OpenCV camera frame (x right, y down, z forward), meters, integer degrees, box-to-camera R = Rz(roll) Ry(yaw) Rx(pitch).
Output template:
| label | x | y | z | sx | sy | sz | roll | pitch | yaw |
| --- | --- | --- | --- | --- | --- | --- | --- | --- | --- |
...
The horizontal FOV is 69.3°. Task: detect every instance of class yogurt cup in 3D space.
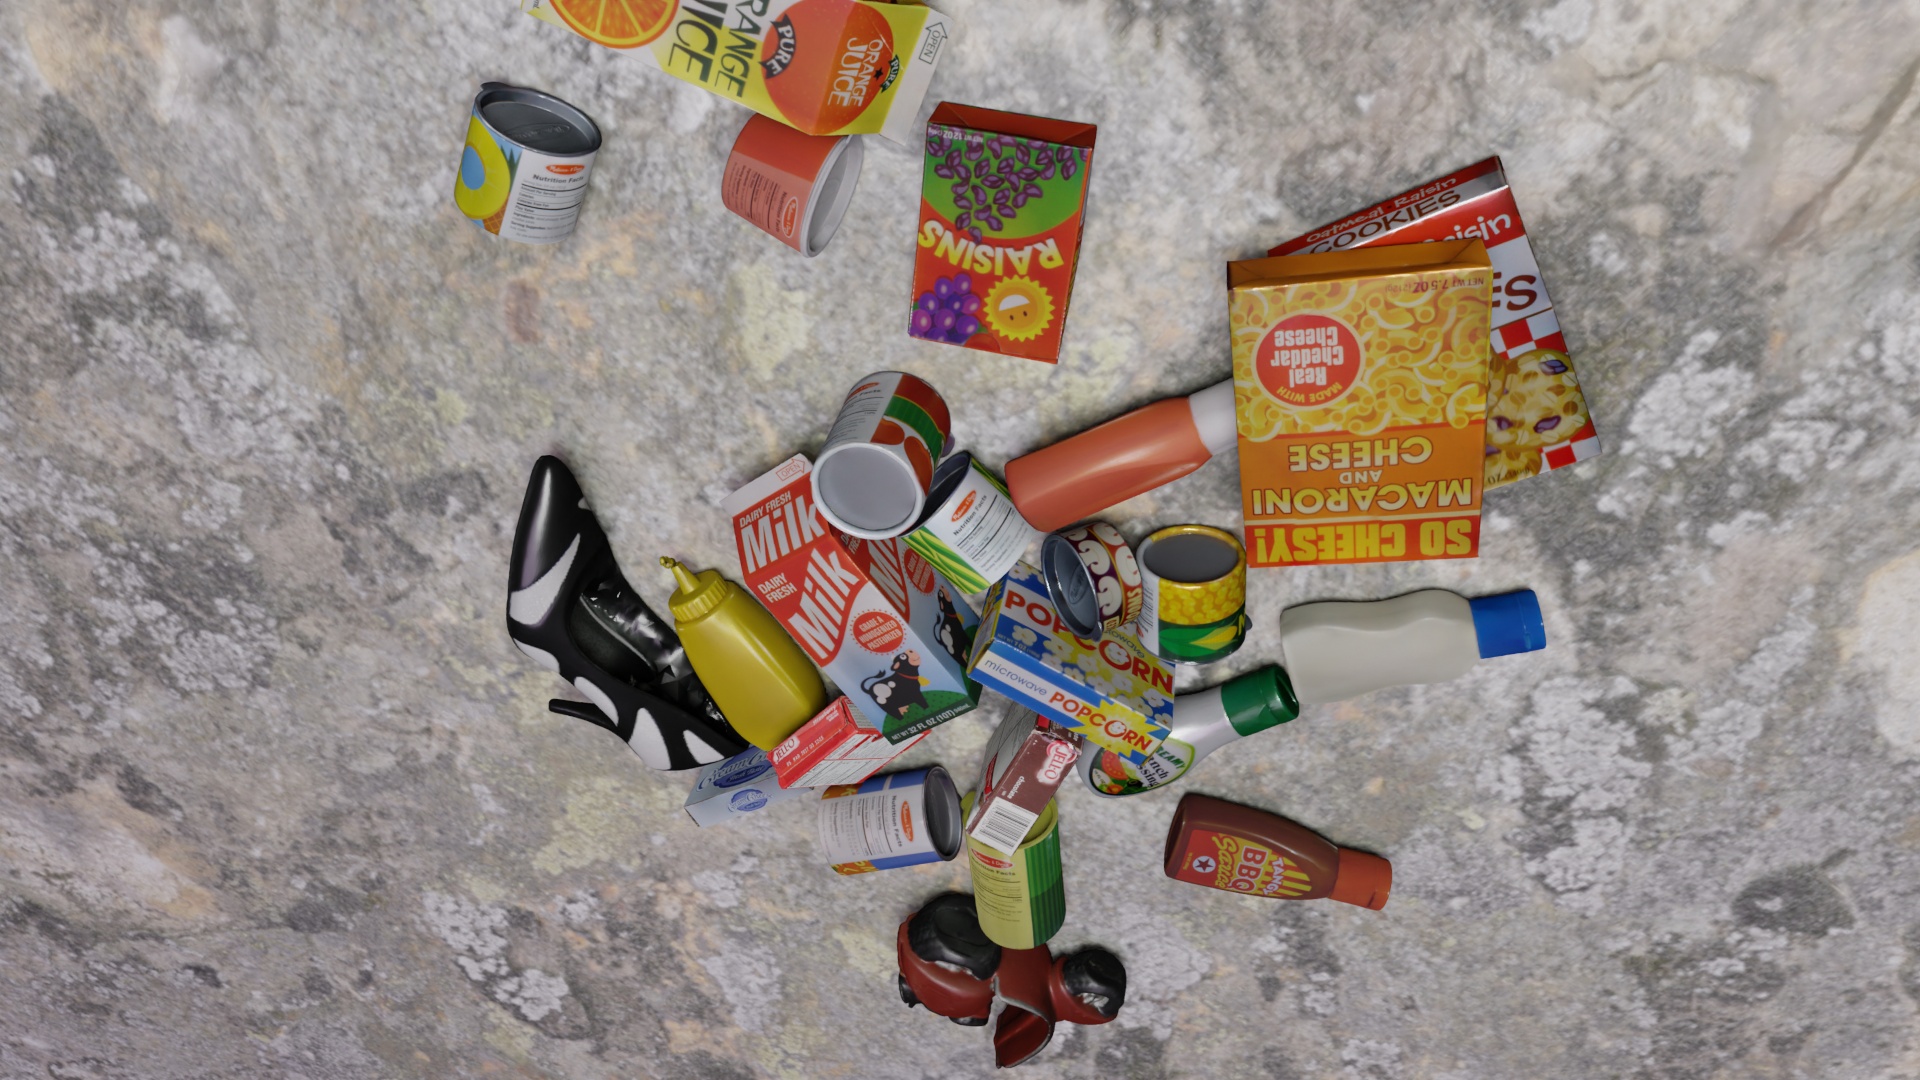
| label | x | y | z | sx | sy | sz | roll | pitch | yaw |
| --- | --- | --- | --- | --- | --- | --- | --- | --- | --- |
| yogurt cup | -0.089 | -0.189 | 0.728 | 0.054 | 0.073 | 0.072 | 25 | 126 | 4 |

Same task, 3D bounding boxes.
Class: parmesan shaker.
| label | x | y | z | sx | sy | sz | roll | pitch | yaw |
| --- | --- | --- | --- | --- | --- | --- | --- | --- | --- |
| parmesan shaker | 0.038 | 0.230 | 0.988 | 0.071 | 0.072 | 0.102 | 0 | 125 | 11 |

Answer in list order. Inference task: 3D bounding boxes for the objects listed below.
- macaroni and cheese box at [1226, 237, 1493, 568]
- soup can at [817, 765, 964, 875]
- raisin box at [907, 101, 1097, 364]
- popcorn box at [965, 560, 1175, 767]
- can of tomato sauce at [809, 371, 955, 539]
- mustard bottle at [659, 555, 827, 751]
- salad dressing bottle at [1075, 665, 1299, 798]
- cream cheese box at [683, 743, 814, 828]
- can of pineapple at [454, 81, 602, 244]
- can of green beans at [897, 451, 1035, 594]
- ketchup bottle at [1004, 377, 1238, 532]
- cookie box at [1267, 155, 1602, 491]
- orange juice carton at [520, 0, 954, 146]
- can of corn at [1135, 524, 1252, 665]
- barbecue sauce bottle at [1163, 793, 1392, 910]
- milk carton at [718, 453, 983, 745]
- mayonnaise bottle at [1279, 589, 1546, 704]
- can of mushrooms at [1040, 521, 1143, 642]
| label | x | y | z | sx | sy | sz | roll | pitch | yaw |
| --- | --- | --- | --- | --- | --- | --- | --- | --- | --- |
| macaroni and cheese box | 0.205 | -0.066 | 0.716 | 0.124 | 0.040 | 0.165 | -3 | 123 | 13 |
| soup can | -0.048 | 0.199 | 0.985 | 0.083 | 0.072 | 0.071 | -13 | 120 | 20 |
| raisin box | 0.021 | -0.162 | 0.739 | 0.086 | 0.040 | 0.122 | 10 | 126 | 3 |
| popcorn box | 0.071 | 0.074 | 0.861 | 0.127 | 0.085 | 0.038 | 28 | 124 | -8 |
| can of tomato sauce | -0.044 | -0.048 | 0.802 | 0.071 | 0.083 | 0.070 | 6 | 125 | 8 |
| mustard bottle | -0.150 | 0.068 | 0.924 | 0.065 | 0.049 | 0.159 | -22 | 117 | 18 |
| salad dressing bottle | 0.146 | 0.123 | 0.905 | 0.147 | 0.044 | 0.064 | -26 | 117 | 26 |
| cream cheese box | -0.143 | 0.166 | 0.987 | 0.103 | 0.054 | 0.024 | -23 | 115 | 24 |
| can of pineapple | -0.234 | -0.202 | 0.747 | 0.071 | 0.071 | 0.057 | 26 | 125 | -7 |
| can of green beans | 0.004 | -0.010 | 0.829 | 0.058 | 0.071 | 0.071 | 41 | 122 | -18 |
| ketchup bottle | 0.102 | -0.050 | 0.789 | 0.148 | 0.043 | 0.064 | -22 | 160 | 19 |
| cookie box | 0.250 | -0.100 | 0.735 | 0.123 | 0.040 | 0.167 | -20 | 119 | 23 |
| orange juice carton | -0.104 | -0.260 | 0.676 | 0.193 | 0.073 | 0.071 | 22 | 125 | -5 |
| can of corn | 0.140 | 0.031 | 0.831 | 0.071 | 0.071 | 0.058 | 1 | 124 | 11 |
| barbecue sauce bottle | 0.219 | 0.220 | 0.957 | 0.148 | 0.044 | 0.064 | 13 | 124 | 2 |
| milk carton | -0.065 | 0.030 | 0.866 | 0.072 | 0.074 | 0.190 | -28 | 114 | 27 |
| mayonnaise bottle | 0.272 | 0.060 | 0.840 | 0.148 | 0.041 | 0.064 | -11 | 123 | 17 |
| can of mushrooms | 0.079 | 0.025 | 0.828 | 0.033 | 0.071 | 0.070 | -19 | 127 | -21 |
